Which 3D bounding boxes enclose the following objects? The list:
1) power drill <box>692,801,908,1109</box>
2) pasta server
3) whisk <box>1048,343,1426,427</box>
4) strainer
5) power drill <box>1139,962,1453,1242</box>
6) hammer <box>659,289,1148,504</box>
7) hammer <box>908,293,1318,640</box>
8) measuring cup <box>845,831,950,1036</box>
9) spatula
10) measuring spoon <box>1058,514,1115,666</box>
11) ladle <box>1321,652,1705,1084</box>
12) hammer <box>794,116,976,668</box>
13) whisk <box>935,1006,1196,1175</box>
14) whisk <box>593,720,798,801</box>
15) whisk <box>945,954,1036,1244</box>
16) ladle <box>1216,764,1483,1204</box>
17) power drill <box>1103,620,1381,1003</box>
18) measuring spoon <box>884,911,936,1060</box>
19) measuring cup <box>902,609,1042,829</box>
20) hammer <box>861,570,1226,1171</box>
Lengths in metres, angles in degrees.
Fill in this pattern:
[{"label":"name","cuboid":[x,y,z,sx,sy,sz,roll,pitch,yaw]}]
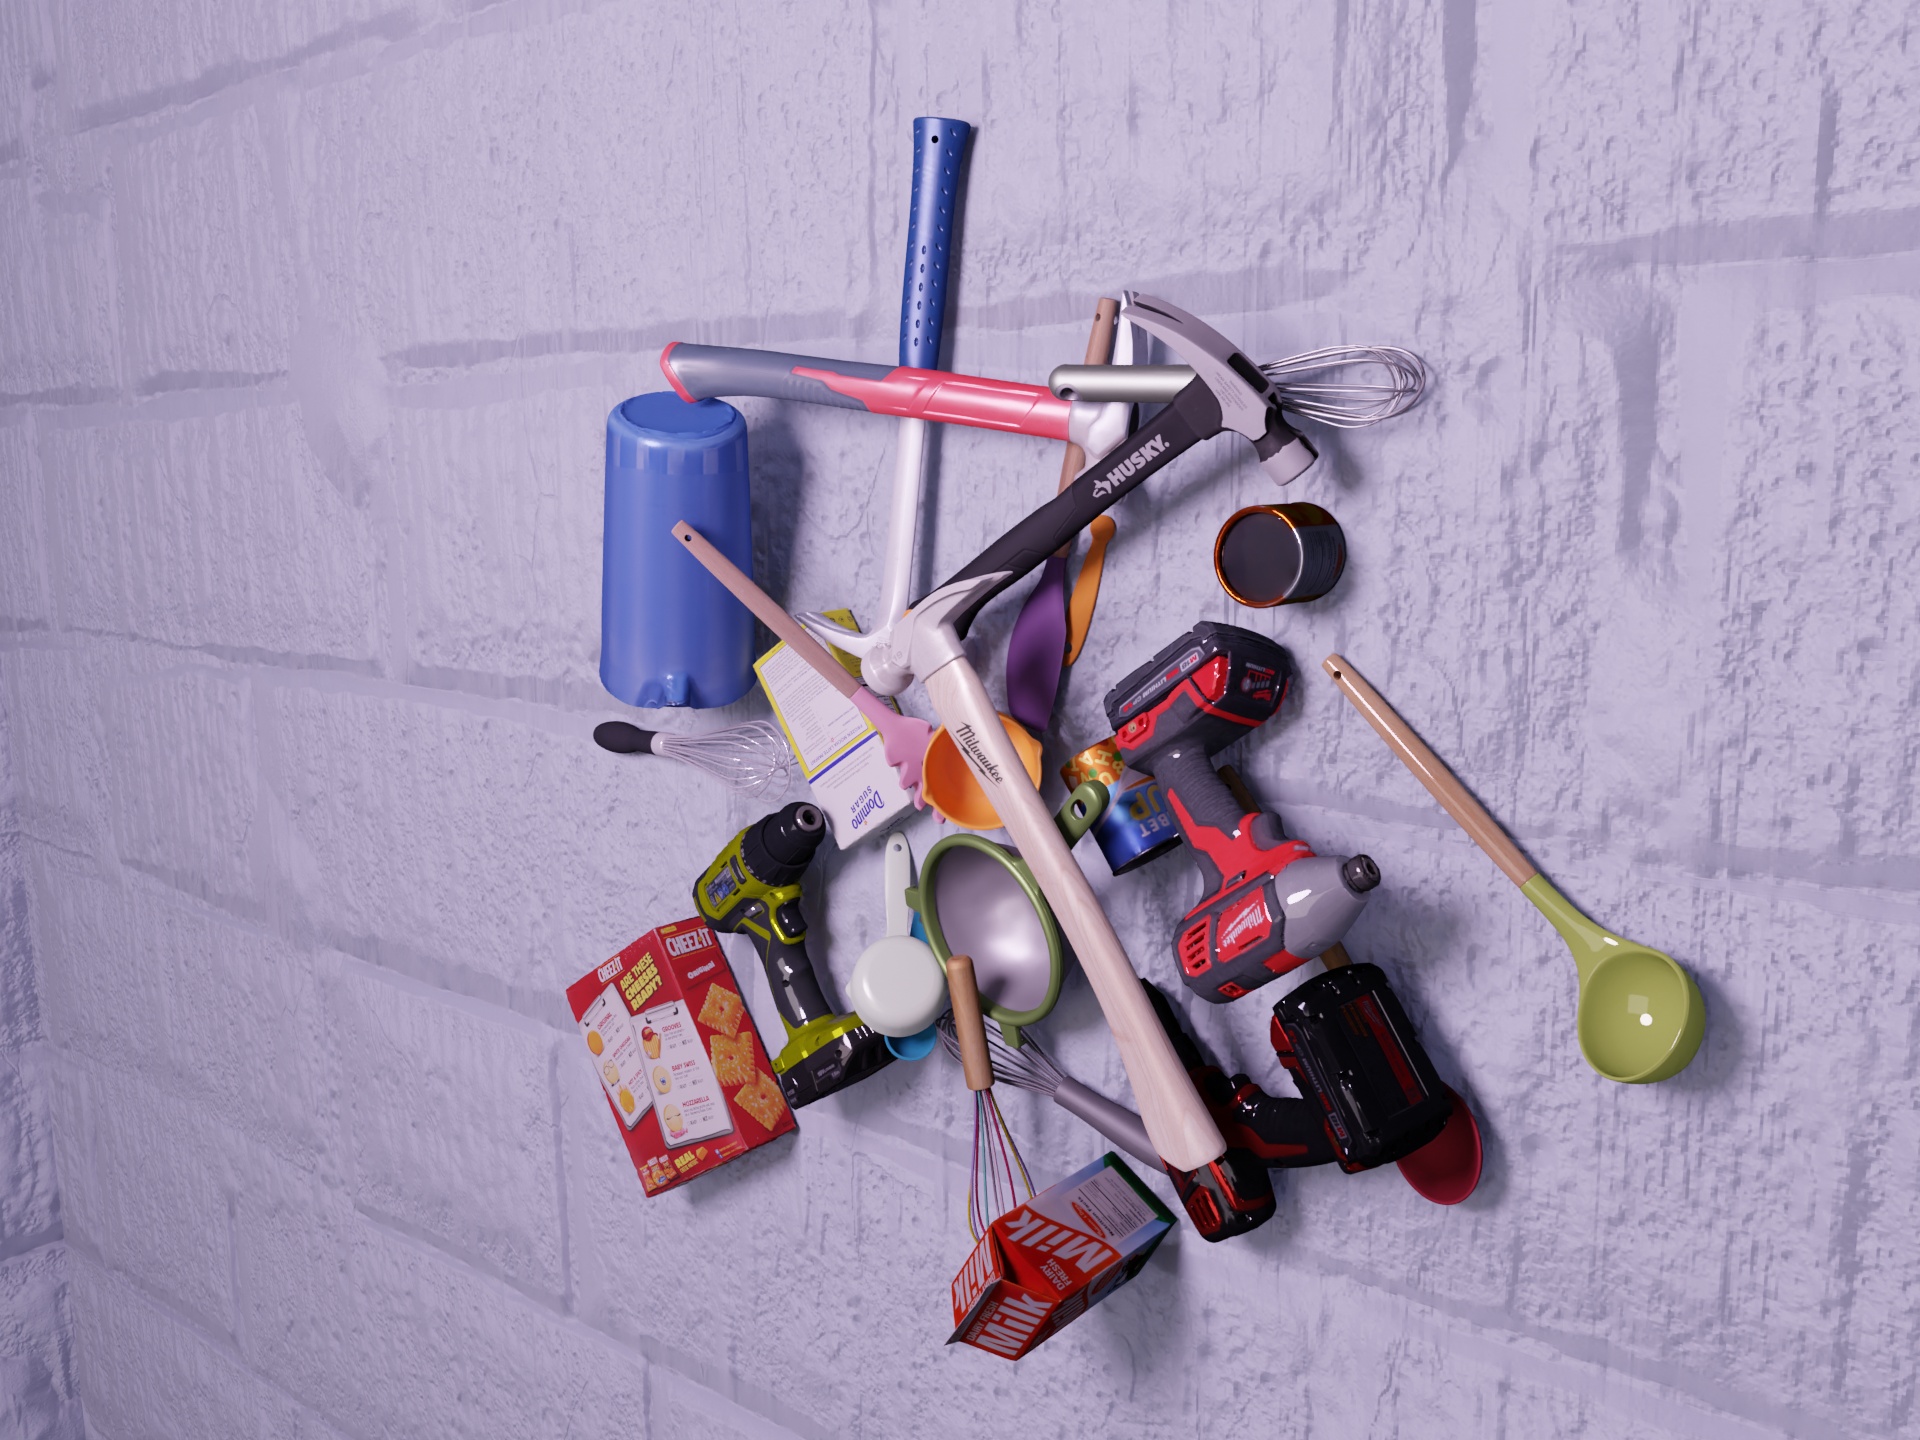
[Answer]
[{"label":"power drill","cuboid":[-0.130,0.190,1.321,0.190,0.080,0.229,-43,69,49]},{"label":"pasta server","cuboid":[-0.101,-0.039,1.217,0.316,0.040,0.060,43,95,-8]},{"label":"whisk","cuboid":[0.170,-0.215,1.013,0.246,0.057,0.059,6,64,26]},{"label":"strainer","cuboid":[0.060,0.115,1.151,0.152,0.069,0.256,53,138,20]},{"label":"power drill","cuboid":[0.195,0.235,1.061,0.226,0.080,0.188,-44,65,50]},{"label":"hammer","cuboid":[-0.052,-0.256,1.154,0.386,0.038,0.143,13,105,24]},{"label":"hammer","cuboid":[0.071,-0.145,1.072,0.146,0.035,0.334,49,134,-7]},{"label":"measuring cup","cuboid":[-0.048,0.163,1.253,0.038,0.083,0.168,104,166,-66]},{"label":"spatula","cuboid":[0.074,-0.145,1.149,0.060,0.018,0.315,30,116,45]},{"label":"measuring spoon","cuboid":[0.088,-0.093,1.149,0.021,0.011,0.117,29,115,33]},{"label":"ladle","cuboid":[0.320,0.078,0.960,0.320,0.062,0.078,53,125,23]},{"label":"hammer","cuboid":[-0.040,-0.240,1.199,0.144,0.035,0.405,10,102,19]},{"label":"whisk","cuboid":[0.079,0.280,1.203,0.239,0.055,0.055,28,114,28]},{"label":"whisk","cuboid":[-0.244,0.024,1.420,0.285,0.070,0.070,7,102,43]},{"label":"whisk","cuboid":[0.015,0.296,1.196,0.047,0.051,0.245,-3,101,40]},{"label":"ladle","cuboid":[0.251,0.166,1.050,0.069,0.031,0.316,-42,69,40]},{"label":"power drill","cuboid":[0.179,0.054,1.009,0.143,0.078,0.220,-39,52,37]},{"label":"measuring spoon","cuboid":[-0.036,0.209,1.274,0.021,0.042,0.129,128,151,-66]},{"label":"measuring cup","cuboid":[-0.002,-0.004,1.182,0.095,0.052,0.173,-25,95,3]},{"label":"hammer","cuboid":[0.071,0.101,1.052,0.146,0.038,0.411,-37,78,47]}]
